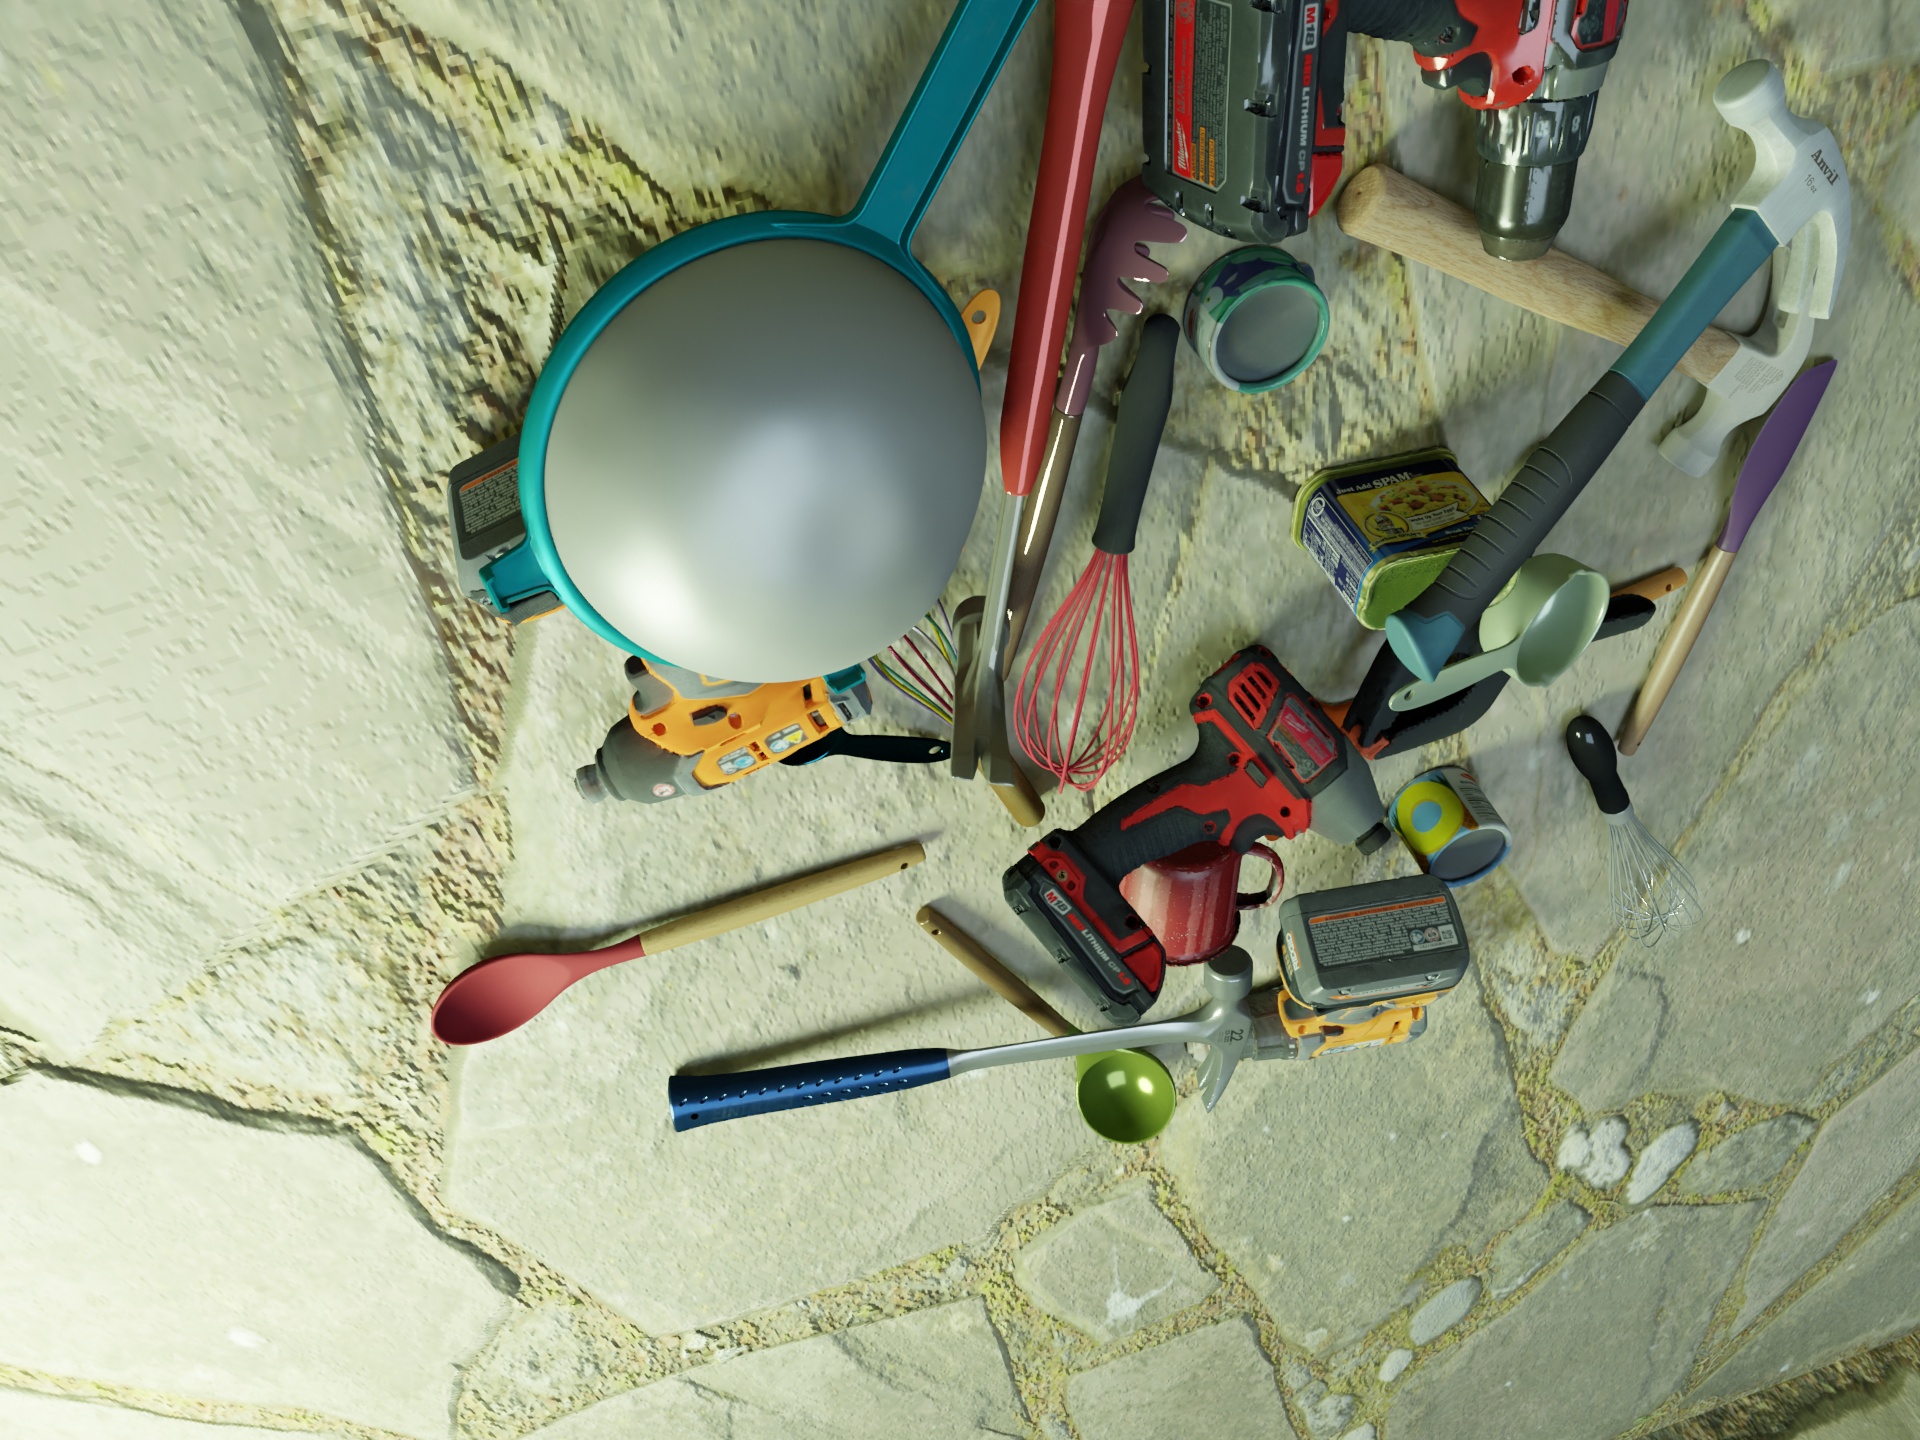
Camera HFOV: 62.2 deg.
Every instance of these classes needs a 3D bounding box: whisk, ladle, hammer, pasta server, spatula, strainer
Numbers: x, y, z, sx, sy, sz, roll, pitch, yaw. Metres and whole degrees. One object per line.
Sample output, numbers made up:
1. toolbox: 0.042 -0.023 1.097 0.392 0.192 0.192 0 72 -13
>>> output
1. whisk: -0.003 -0.001 0.913 0.051 0.047 0.244 -21 141 12
2. ladle: -0.171 0.130 0.983 0.315 0.031 0.069 -18 139 -8
3. hammer: 0.032 -0.150 0.721 0.036 0.149 0.358 6 123 -4
4. whisk: 0.079 -0.080 0.862 0.073 0.073 0.295 -4 128 -18
5. pasta server: 0.057 -0.135 0.811 0.040 0.060 0.316 13 133 -2
6. hammer: 0.003 0.242 1.111 0.405 0.035 0.144 -8 129 -3
7. spatula: 0.324 -0.024 1.024 0.322 0.041 0.081 -24 119 -1
8. hammer: 0.332 -0.161 0.817 0.128 0.033 0.331 34 97 -29
9. whisk: 0.499 0.082 1.193 0.070 0.070 0.284 -32 131 9
10. strainer: -0.035 -0.144 0.634 0.210 0.095 0.340 14 115 -39
11. spatula: 0.490 -0.093 1.039 0.060 0.018 0.315 -23 140 -27
12. hammer: 0.331 -0.225 0.840 0.331 0.031 0.130 11 127 -30
13. ladle: 0.062 0.221 1.146 0.078 0.062 0.319 -31 133 15

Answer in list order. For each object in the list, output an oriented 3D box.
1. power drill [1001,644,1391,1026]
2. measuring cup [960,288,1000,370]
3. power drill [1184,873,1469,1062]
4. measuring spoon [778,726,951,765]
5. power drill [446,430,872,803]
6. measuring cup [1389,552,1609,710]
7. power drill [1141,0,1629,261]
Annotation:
1. power drill: 0.142 0.074 0.945 0.219 0.143 0.078 -41 176 -3
2. measuring cup: -0.029 -0.140 0.763 0.095 0.052 0.173 10 126 -29
3. power drill: 0.261 0.195 1.160 0.185 0.084 0.226 -9 153 -2
4. measuring spoon: -0.056 0.009 0.924 0.128 0.021 0.042 6 133 -39
5. power drill: -0.156 -0.043 0.785 0.164 0.084 0.226 -26 140 4
6. measuring cup: 0.298 -0.045 0.906 0.167 0.038 0.083 -22 133 -23
7. power drill: 0.191 -0.269 0.677 0.226 0.080 0.187 -23 131 -21
